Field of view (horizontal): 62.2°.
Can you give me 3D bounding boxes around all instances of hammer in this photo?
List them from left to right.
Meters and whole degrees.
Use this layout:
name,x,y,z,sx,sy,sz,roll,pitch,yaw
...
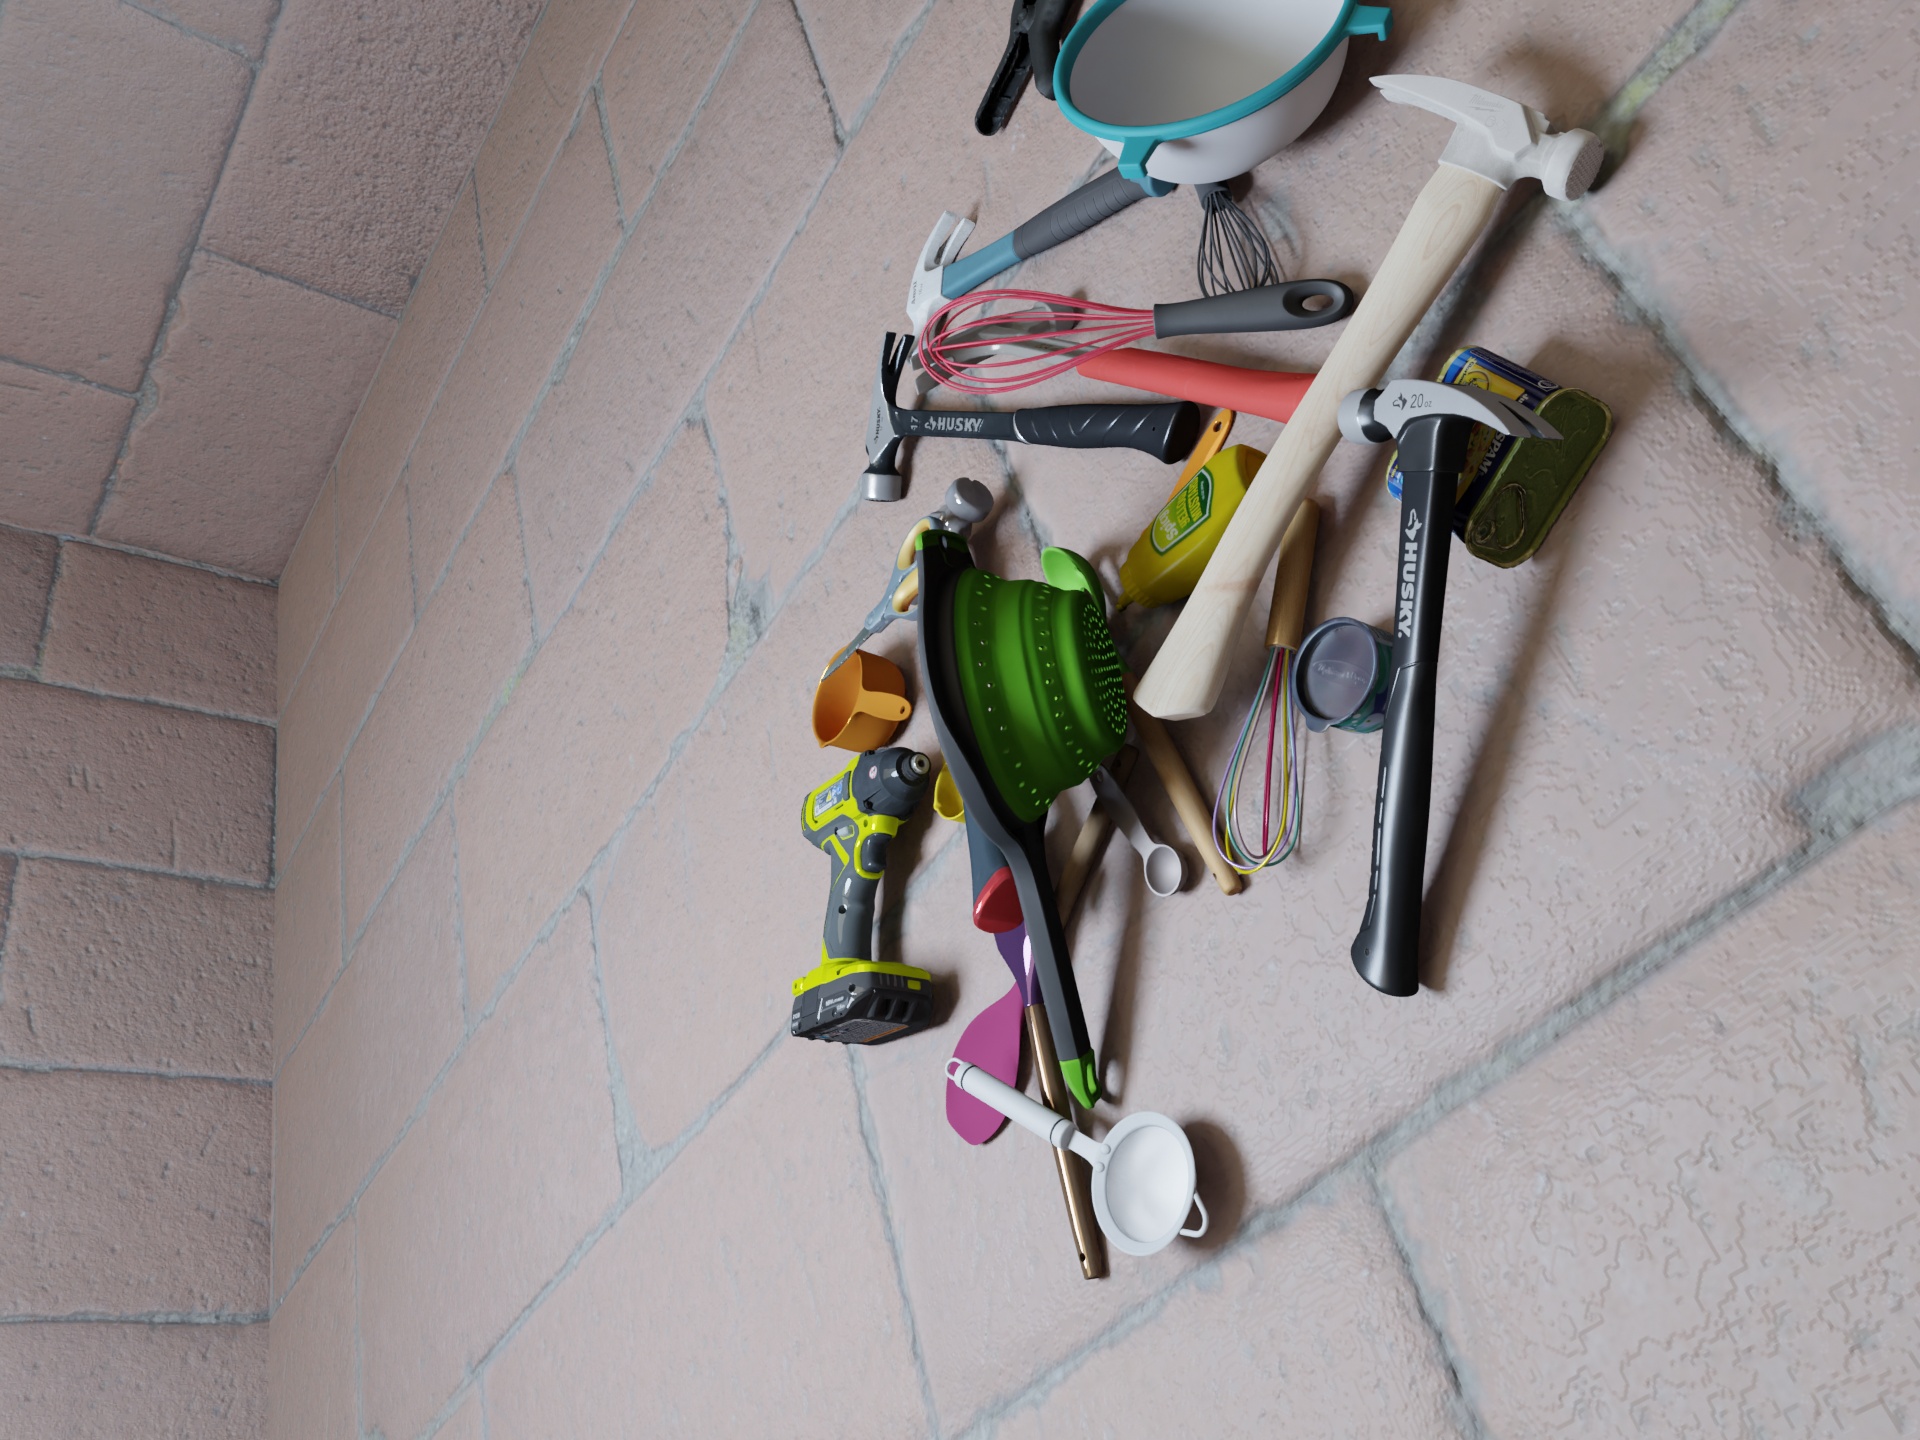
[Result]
name,x,y,z,sx,sy,sz,roll,pitch,yaw
hammer,-0.002,-0.004,1.215,0.143,0.038,0.387,-52,34,43
hammer,0.042,-0.241,1.277,0.409,0.036,0.149,15,104,53
hammer,0.060,-0.401,1.326,0.331,0.033,0.128,-11,71,52
hammer,0.119,-0.246,1.128,0.359,0.149,0.036,28,140,49
hammer,0.212,-0.186,0.968,0.146,0.038,0.410,38,106,33
hammer,0.248,-0.016,0.861,0.146,0.035,0.335,-162,73,-66

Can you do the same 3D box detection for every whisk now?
name,x,y,z,sx,sy,sz,roll,pitch,yaw
whisk,0.113,-0.265,1.071,0.296,0.073,0.073,-3,73,16
whisk,0.180,-0.372,1.138,0.055,0.055,0.239,-43,42,38
whisk,0.200,-0.024,0.991,0.047,0.051,0.245,102,180,-78

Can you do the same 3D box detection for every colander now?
name,x,y,z,sx,sy,sz,roll,pitch,yaw
colander,0.072,0.056,1.052,0.094,0.204,0.397,-14,90,17

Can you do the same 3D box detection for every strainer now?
name,x,y,z,sx,sy,sz,roll,pitch,yaw
strainer,0.075,0.272,1.034,0.259,0.050,0.087,20,88,47
strainer,0.159,-0.484,1.140,0.211,0.095,0.341,-28,47,7

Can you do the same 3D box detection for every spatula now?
name,x,y,z,sx,sy,sz,roll,pitch,yaw
spatula,0.059,0.222,1.101,0.060,0.018,0.316,-33,58,39

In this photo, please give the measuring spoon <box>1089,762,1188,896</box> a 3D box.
name,x,y,z,sx,sy,sz,roll,pitch,yaw
measuring spoon,0.121,0.070,1.079,0.034,0.018,0.124,-61,43,30

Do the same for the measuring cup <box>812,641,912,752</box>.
name,x,y,z,sx,sy,sz,roll,pitch,yaw
measuring cup,-0.065,-0.011,1.335,0.174,0.052,0.095,13,86,59

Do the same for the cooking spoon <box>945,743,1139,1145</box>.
name,x,y,z,sx,sy,sz,roll,pitch,yaw
cooking spoon,0.060,0.162,1.140,0.069,0.017,0.319,35,108,45

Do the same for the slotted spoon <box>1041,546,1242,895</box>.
name,x,y,z,sx,sy,sz,roll,pitch,yaw
slotted spoon,0.124,-0.008,1.098,0.070,0.031,0.314,82,168,-53

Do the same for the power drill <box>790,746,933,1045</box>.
name,x,y,z,sx,sy,sz,roll,pitch,yaw
power drill,-0.075,0.138,1.278,0.171,0.080,0.223,-33,50,53

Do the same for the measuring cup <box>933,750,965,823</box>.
name,x,y,z,sx,sy,sz,roll,pitch,yaw
measuring cup,0.000,0.017,1.274,0.062,0.029,0.157,-48,36,32

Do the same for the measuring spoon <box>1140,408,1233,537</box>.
name,x,y,z,sx,sy,sz,roll,pitch,yaw
measuring spoon,0.158,-0.170,1.125,0.117,0.011,0.021,-60,38,22
